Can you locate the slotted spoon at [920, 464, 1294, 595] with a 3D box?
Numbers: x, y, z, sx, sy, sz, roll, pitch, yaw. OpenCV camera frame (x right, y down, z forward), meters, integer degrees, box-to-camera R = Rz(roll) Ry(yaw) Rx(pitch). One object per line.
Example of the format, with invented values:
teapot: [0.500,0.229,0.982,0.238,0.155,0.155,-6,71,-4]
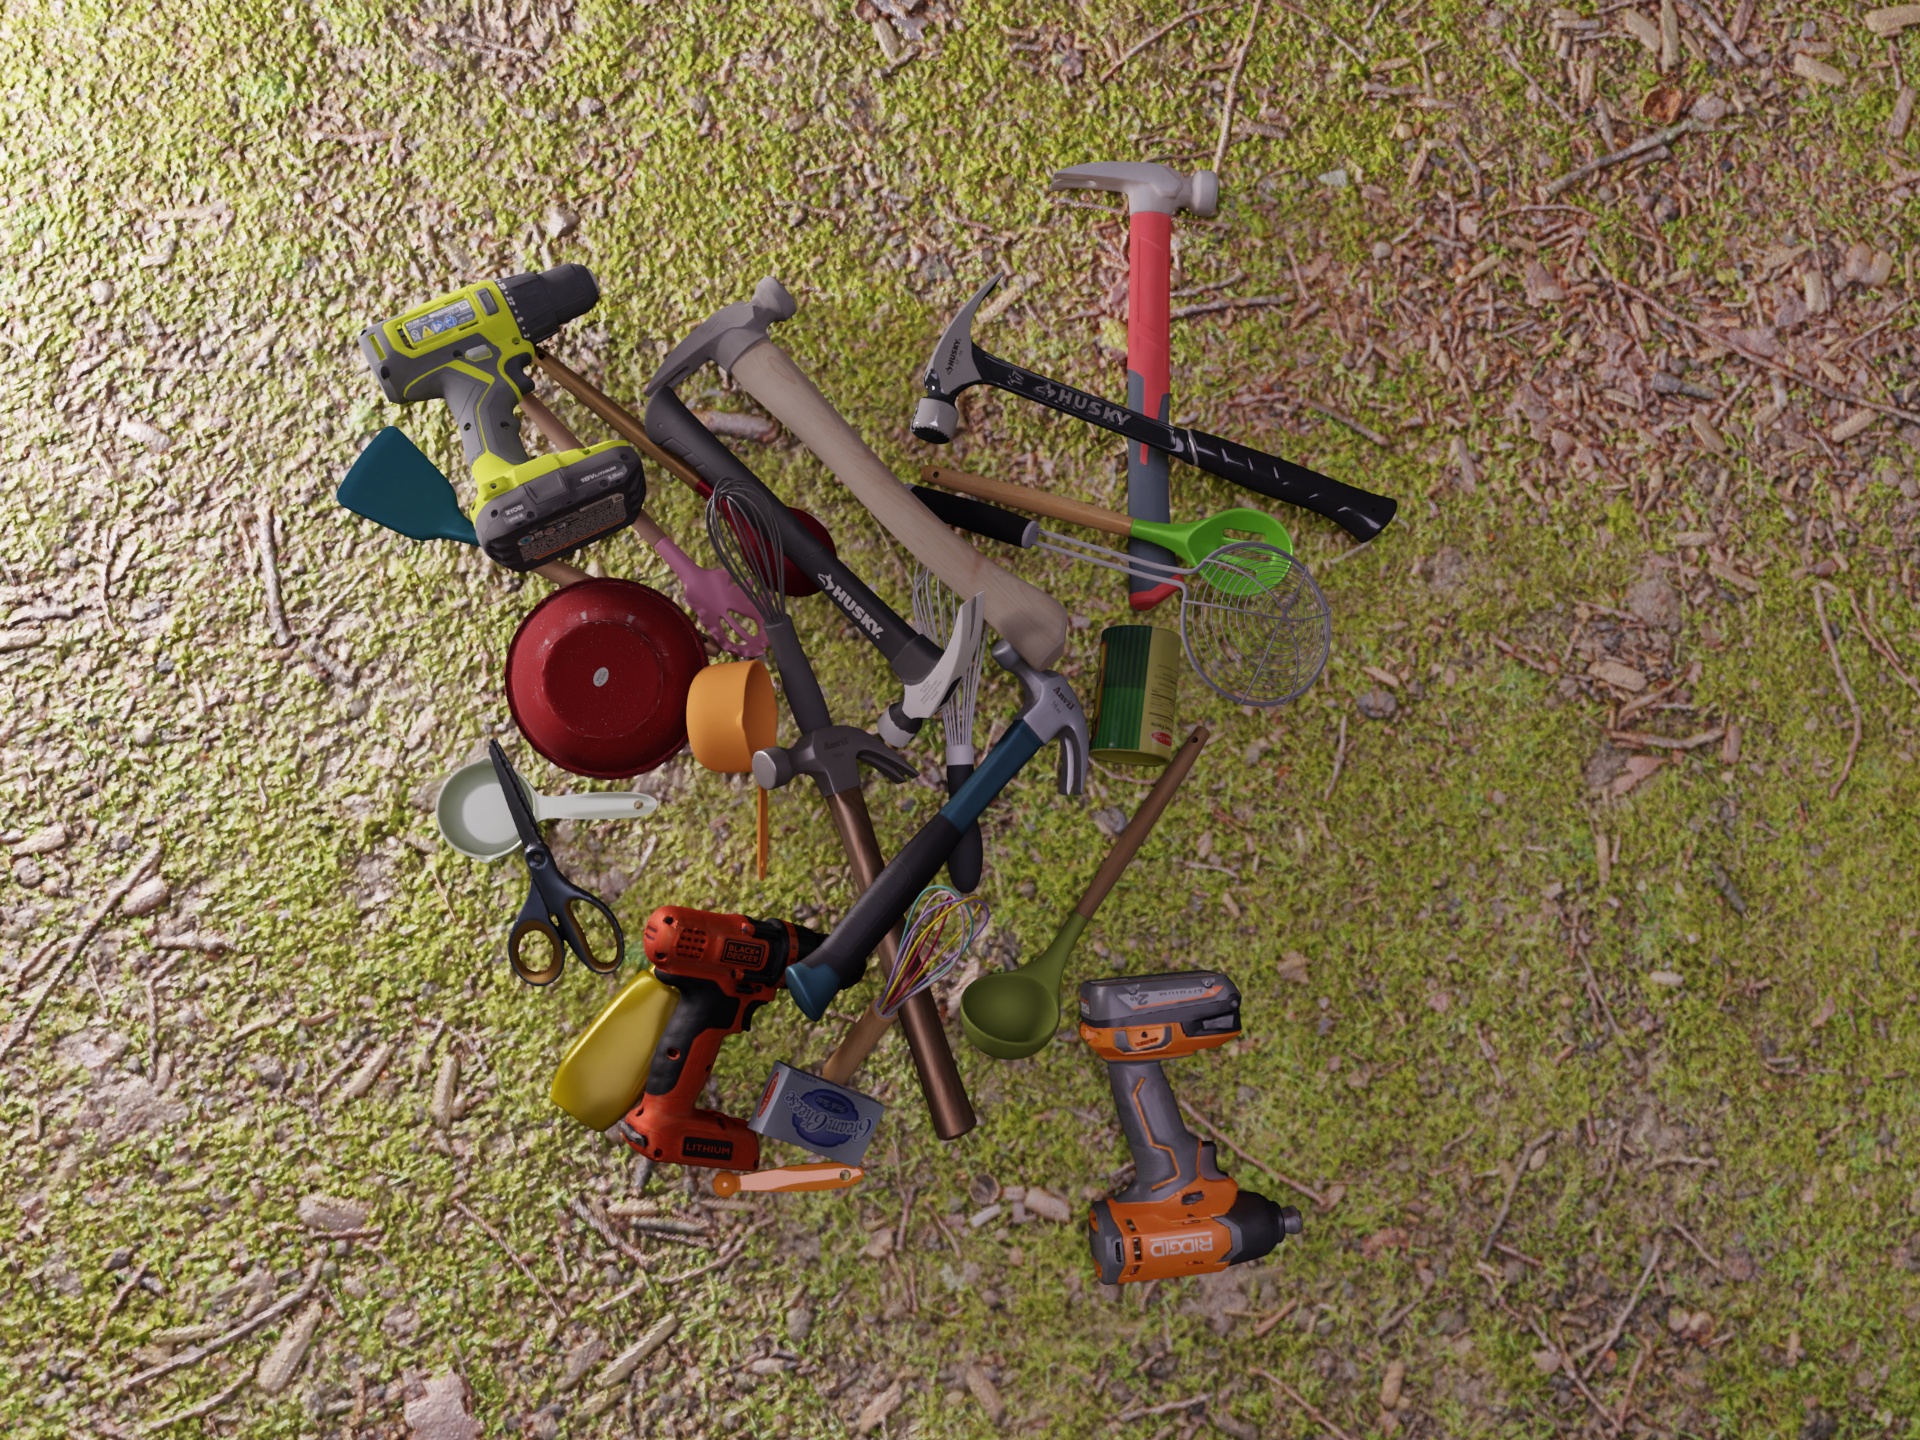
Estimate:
slotted spoon: [0.116,-0.166,1.292,0.314,0.031,0.070,16,95,12]

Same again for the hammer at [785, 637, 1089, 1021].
hammer: [-0.018,0.089,1.212,0.128,0.033,0.331,48,68,-17]

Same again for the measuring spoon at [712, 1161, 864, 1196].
measuring spoon: [-0.132,0.354,1.224,0.117,0.011,0.021,-3,81,-5]

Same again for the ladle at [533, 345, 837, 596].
ladle: [-0.232,-0.211,1.303,0.315,0.031,0.069,38,83,4]

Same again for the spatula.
spatula: [-0.335,-0.128,1.271,0.317,0.044,0.082,26,62,-2]

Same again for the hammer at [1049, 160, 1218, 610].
hammer: [0.143,-0.285,1.340,0.143,0.038,0.386,2,80,-3]

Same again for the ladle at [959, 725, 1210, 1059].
ladle: [0.108,0.130,1.261,0.078,0.062,0.320,29,75,25]

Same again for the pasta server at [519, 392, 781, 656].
pasta server: [-0.260,-0.167,1.287,0.060,0.040,0.316,-42,85,-22]

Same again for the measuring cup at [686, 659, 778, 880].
measuring cup: [-0.179,0.040,1.244,0.052,0.095,0.173,0,95,10]

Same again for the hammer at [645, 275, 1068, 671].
hammer: [-0.075,-0.182,1.262,0.146,0.038,0.411,-42,73,-8]

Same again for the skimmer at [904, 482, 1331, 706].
skimmer: [0.115,-0.116,1.266,0.363,0.090,0.127,21,75,25]

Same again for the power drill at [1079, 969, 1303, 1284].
power drill: [0.175,0.310,1.225,0.164,0.084,0.226,-4,85,-6]

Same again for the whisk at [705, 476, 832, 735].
whisk: [-0.142,-0.077,1.232,0.055,0.055,0.238,-21,116,-8]

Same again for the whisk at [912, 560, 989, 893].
whisk: [-0.003,-0.004,1.276,0.070,0.070,0.284,-2,86,-5]

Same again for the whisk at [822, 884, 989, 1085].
whisk: [-0.050,0.199,1.162,0.051,0.245,0.047,34,38,0]

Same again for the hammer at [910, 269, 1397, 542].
hammer: [0.170,-0.234,1.294,0.408,0.036,0.149,18,78,-11]

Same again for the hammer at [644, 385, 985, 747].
hammer: [-0.122,-0.140,1.240,0.335,0.146,0.035,45,37,7]

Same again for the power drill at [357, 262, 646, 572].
power drill: [-0.340,-0.250,1.254,0.190,0.080,0.229,-27,75,-14]

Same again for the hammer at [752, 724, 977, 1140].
hammer: [-0.053,0.162,1.234,0.130,0.031,0.331,-19,90,-40]

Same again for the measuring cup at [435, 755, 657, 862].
measuring cup: [-0.321,0.070,1.244,0.167,0.038,0.083,-1,81,-7]
